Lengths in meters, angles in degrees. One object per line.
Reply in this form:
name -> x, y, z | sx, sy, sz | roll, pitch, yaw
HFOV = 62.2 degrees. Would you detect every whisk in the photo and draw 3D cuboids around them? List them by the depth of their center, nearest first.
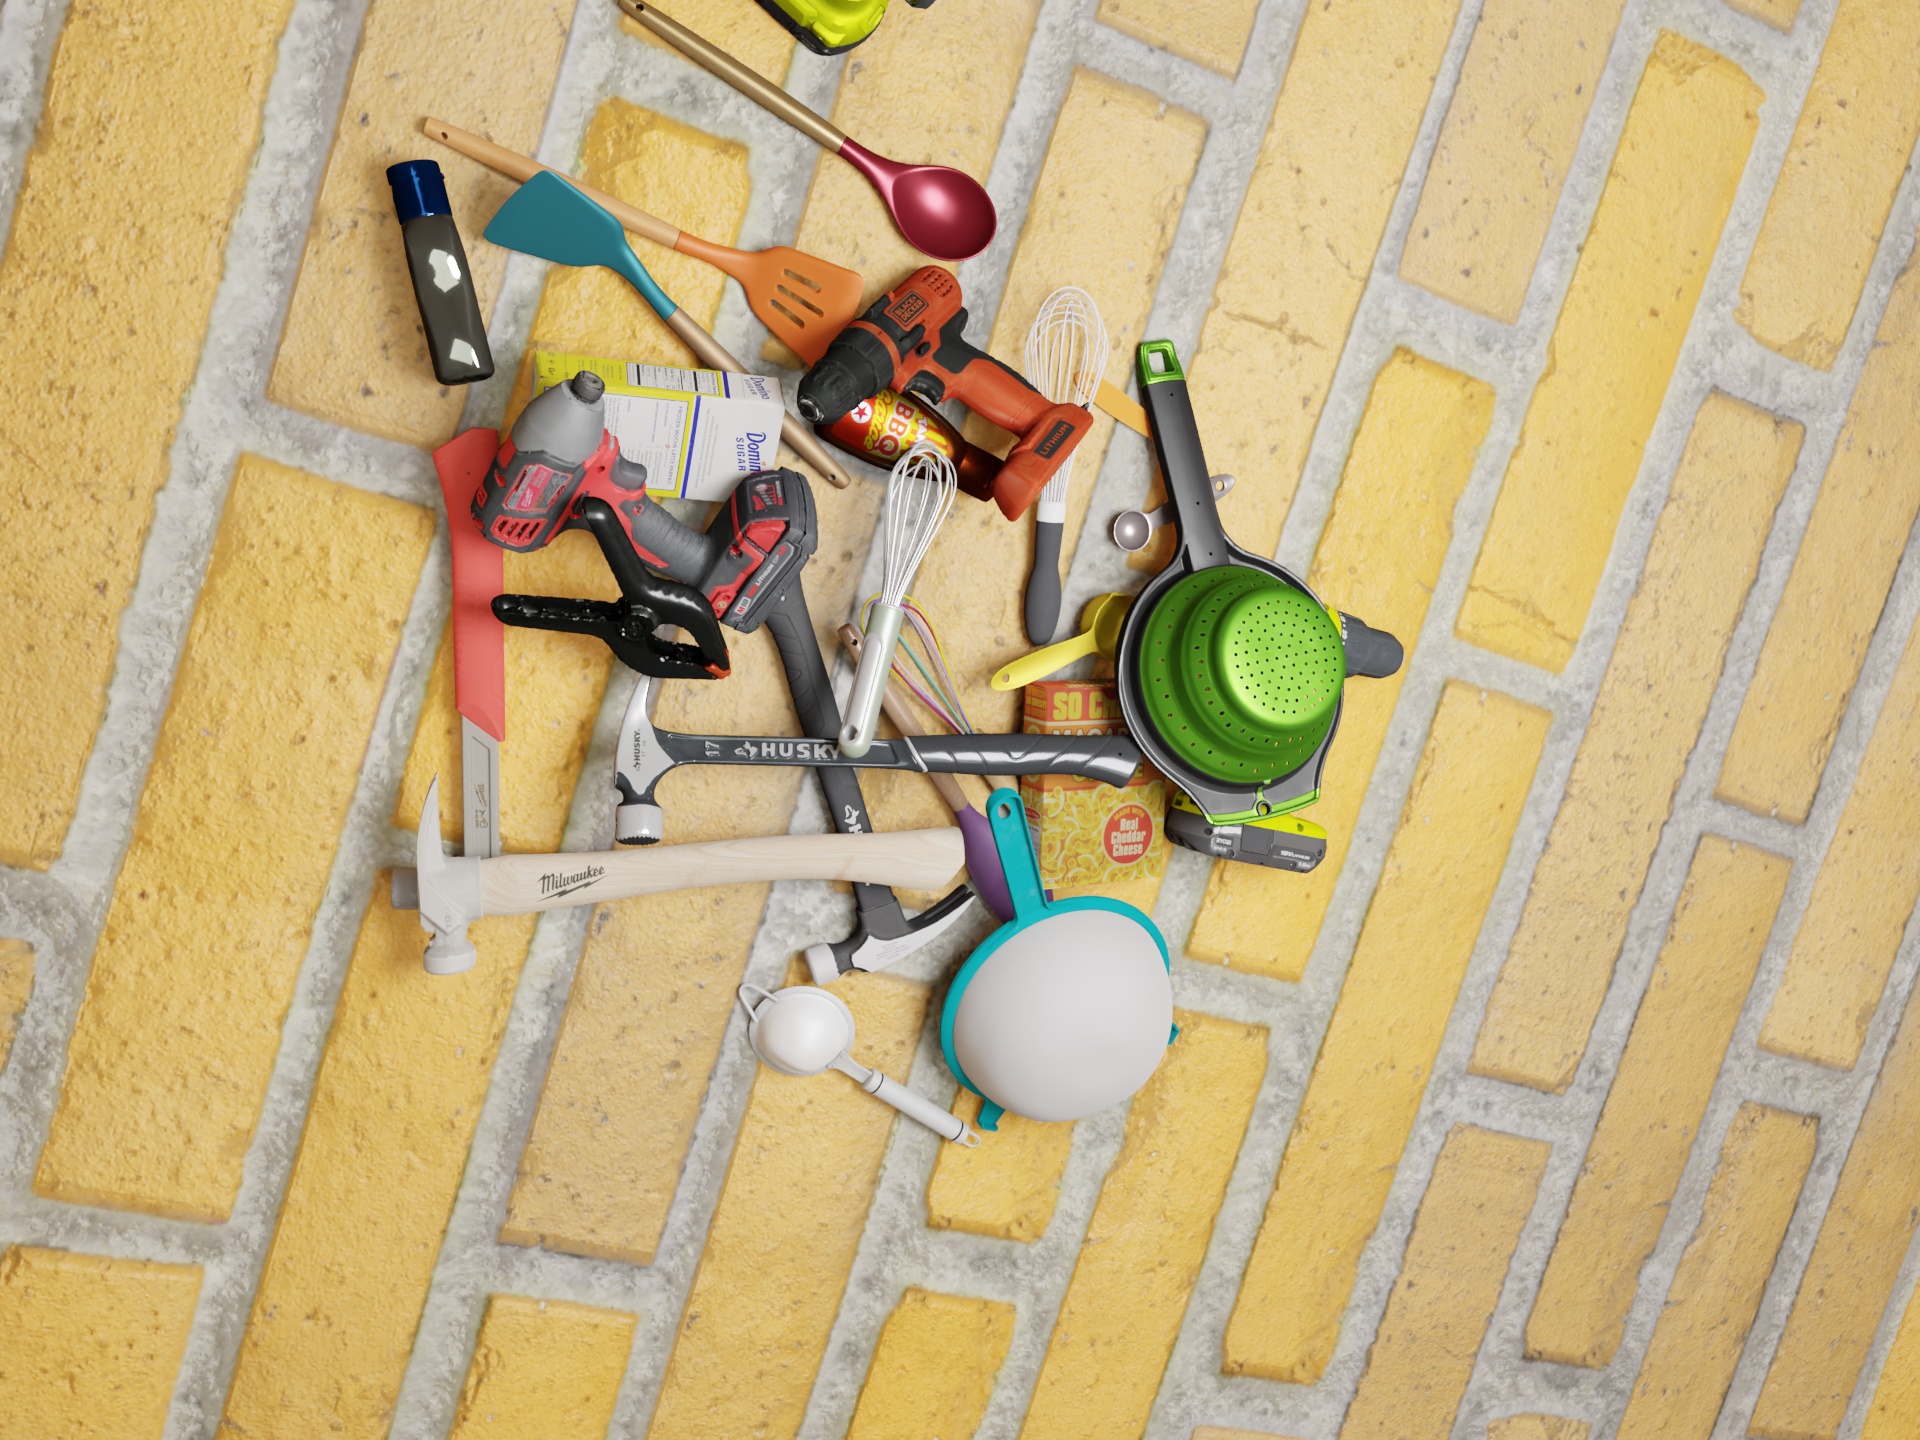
whisk -> -0.052, -0.092, 1.187 | 0.059, 0.058, 0.246 | 27, 75, -63
whisk -> 0.074, -0.199, 1.266 | 0.070, 0.070, 0.284 | 1, 104, -17
whisk -> 0.000, -0.005, 1.284 | 0.047, 0.051, 0.244 | -41, 112, -12

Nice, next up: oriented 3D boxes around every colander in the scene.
colander -> 0.212, -0.120, 1.243 | 0.204, 0.094, 0.397 | -11, 85, -19

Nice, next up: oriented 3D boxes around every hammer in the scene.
hammer -> -0.345, -0.033, 1.175 | 0.149, 0.037, 0.359 | -1, 101, -17
hammer -> -0.197, 0.101, 1.209 | 0.410, 0.038, 0.146 | -3, 101, -17
hammer -> -0.055, 0.021, 1.212 | 0.408, 0.036, 0.149 | 1, 73, -14
hammer -> -0.094, 0.038, 1.266 | 0.146, 0.035, 0.334 | -19, 105, -12

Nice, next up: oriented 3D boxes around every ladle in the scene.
ladle -> -0.111, -0.440, 1.177 | 0.315, 0.031, 0.069 | 29, 88, -18

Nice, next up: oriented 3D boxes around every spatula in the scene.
spatula -> -0.228, -0.355, 1.148 | 0.322, 0.041, 0.081 | 21, 120, -18
spatula -> -0.198, -0.273, 1.167 | 0.082, 0.044, 0.317 | -29, 120, 36
spatula -> -0.011, 0.049, 1.297 | 0.060, 0.018, 0.315 | -37, 112, -10

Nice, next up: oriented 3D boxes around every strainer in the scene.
strainer -> 0.082, 0.205, 1.266 | 0.211, 0.095, 0.340 | -23, 126, -11
strainer -> -0.078, 0.295, 1.316 | 0.258, 0.050, 0.087 | 36, 106, -23

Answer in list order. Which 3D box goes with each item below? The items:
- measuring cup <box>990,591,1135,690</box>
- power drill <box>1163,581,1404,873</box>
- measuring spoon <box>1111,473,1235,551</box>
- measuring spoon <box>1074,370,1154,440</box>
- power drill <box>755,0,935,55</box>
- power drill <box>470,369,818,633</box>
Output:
measuring cup -> 0.083, -0.059, 1.290 | 0.156, 0.029, 0.062 | -24, 111, -24
power drill -> 0.273, 0.008, 1.350 | 0.190, 0.080, 0.228 | 12, 92, -18
measuring spoon -> 0.176, -0.176, 1.323 | 0.124, 0.018, 0.034 | -28, 107, -18
measuring spoon -> 0.139, -0.250, 1.300 | 0.116, 0.011, 0.021 | 32, 89, -16
power drill -> -0.093, -0.536, 1.059 | 0.171, 0.223, 0.080 | 37, 88, -20
power drill -> -0.218, -0.156, 1.126 | 0.219, 0.079, 0.143 | 20, 127, -30
